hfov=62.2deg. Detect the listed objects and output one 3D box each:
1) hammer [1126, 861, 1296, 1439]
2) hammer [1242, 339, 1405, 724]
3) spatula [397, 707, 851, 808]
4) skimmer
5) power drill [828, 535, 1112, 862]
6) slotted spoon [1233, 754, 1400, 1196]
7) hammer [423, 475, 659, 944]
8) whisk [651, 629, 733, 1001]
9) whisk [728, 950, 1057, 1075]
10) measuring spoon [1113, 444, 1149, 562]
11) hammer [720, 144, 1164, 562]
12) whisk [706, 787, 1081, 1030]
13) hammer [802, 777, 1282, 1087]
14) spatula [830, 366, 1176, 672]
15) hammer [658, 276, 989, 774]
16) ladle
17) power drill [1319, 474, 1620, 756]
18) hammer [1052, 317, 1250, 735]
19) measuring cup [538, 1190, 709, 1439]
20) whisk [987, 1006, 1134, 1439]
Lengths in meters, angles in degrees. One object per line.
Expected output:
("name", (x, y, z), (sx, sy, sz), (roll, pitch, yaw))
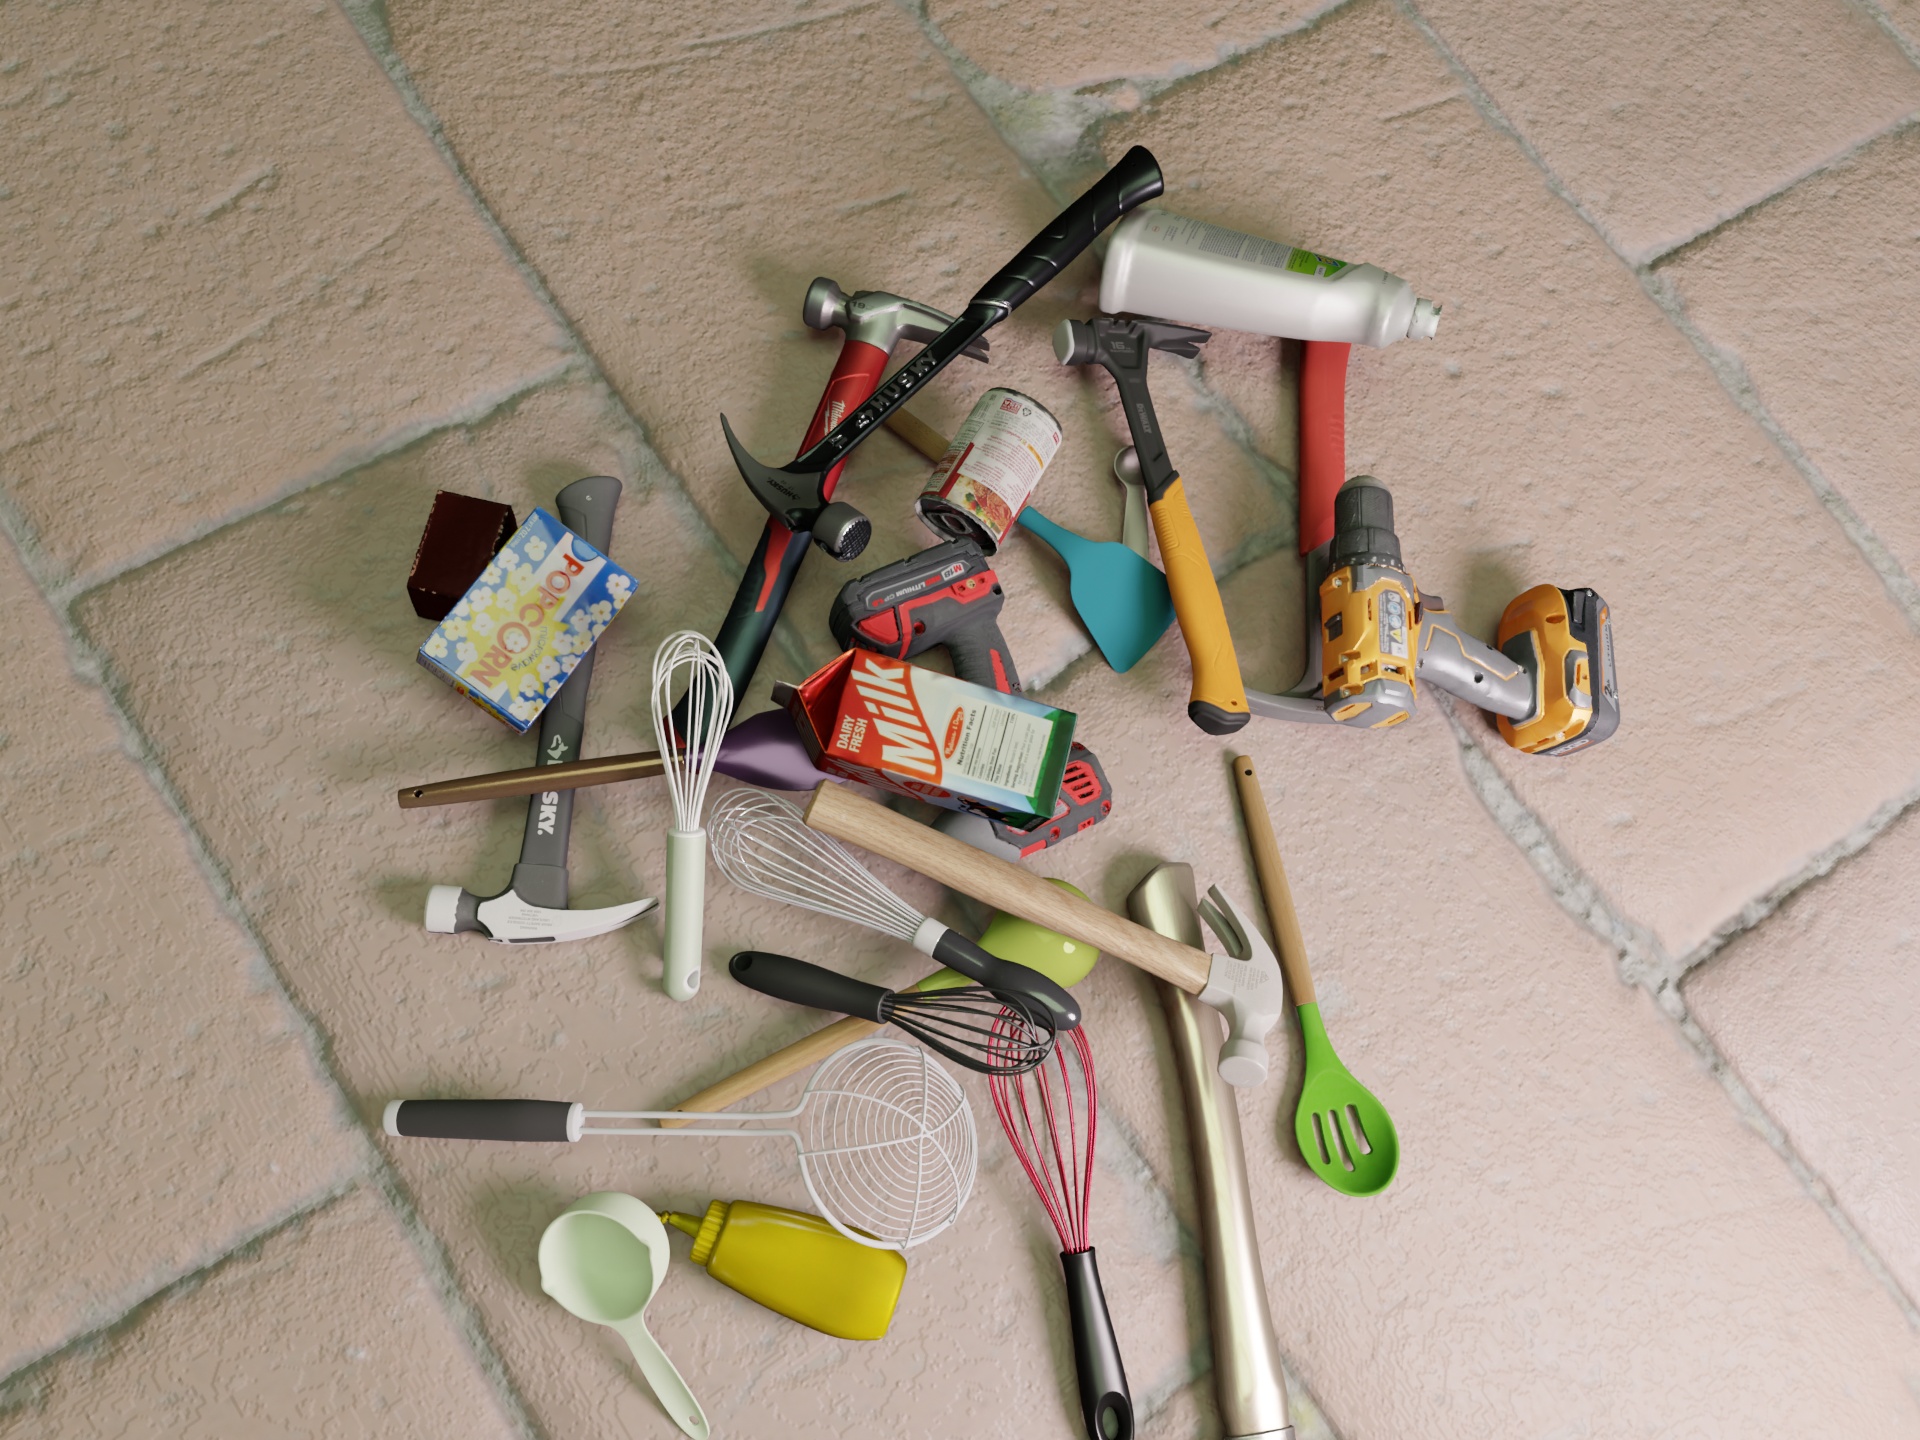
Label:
("hammer", (0.181, 0.296, 1.057), (0.146, 0.038, 0.411), (-4, 73, -12))
("hammer", (0.269, -0.172, 1.222), (0.149, 0.036, 0.359), (6, 72, -7))
("spatula", (-0.207, 0.031, 1.044), (0.316, 0.018, 0.060), (-7, 74, -6))
("skimmer", (-0.173, 0.260, 0.996), (0.363, 0.090, 0.127), (-1, 63, 7))
("power drill", (-0.002, -0.004, 1.106), (0.143, 0.078, 0.220), (-24, 80, -15))
("slotted spoon", (0.236, 0.173, 1.111), (0.070, 0.031, 0.314), (-8, 72, -12))
("hammer", (-0.264, -0.013, 1.086), (0.146, 0.035, 0.335), (6, 71, -7))
("whisk", (-0.177, 0.064, 1.022), (0.059, 0.058, 0.246), (10, 103, 27))
("whisk", (-0.047, 0.178, 1.006), (0.239, 0.055, 0.055), (10, 68, 27))
("measuring spoon", (0.131, -0.148, 1.206), (0.034, 0.018, 0.124), (3, 79, -7))
("hammer", (0.003, -0.283, 1.137), (0.149, 0.036, 0.409), (36, 71, 26))
("whisk", (-0.046, 0.124, 1.033), (0.285, 0.070, 0.070), (27, 70, 16))
("hammer", (0.055, 0.117, 1.027), (0.331, 0.031, 0.130), (25, 43, -3))
("spatula", (0.025, -0.164, 1.186), (0.317, 0.044, 0.082), (39, 80, 10))
("hammer", (-0.105, -0.136, 1.135), (0.143, 0.038, 0.386), (19, 73, 6))
("ladle", (-0.050, 0.195, 1.056), (0.320, 0.062, 0.078), (-26, 73, -9))
("power drill", (0.361, -0.074, 1.157), (0.226, 0.084, 0.185), (11, 68, -20))
("hammer", (0.162, -0.149, 1.172), (0.127, 0.034, 0.337), (-3, 69, -23))
("measuring cup", (-0.193, 0.363, 0.975), (0.083, 0.038, 0.167), (-26, 98, 18))
("whisk", (0.070, 0.321, 1.022), (0.073, 0.073, 0.296), (-9, 81, -12))
